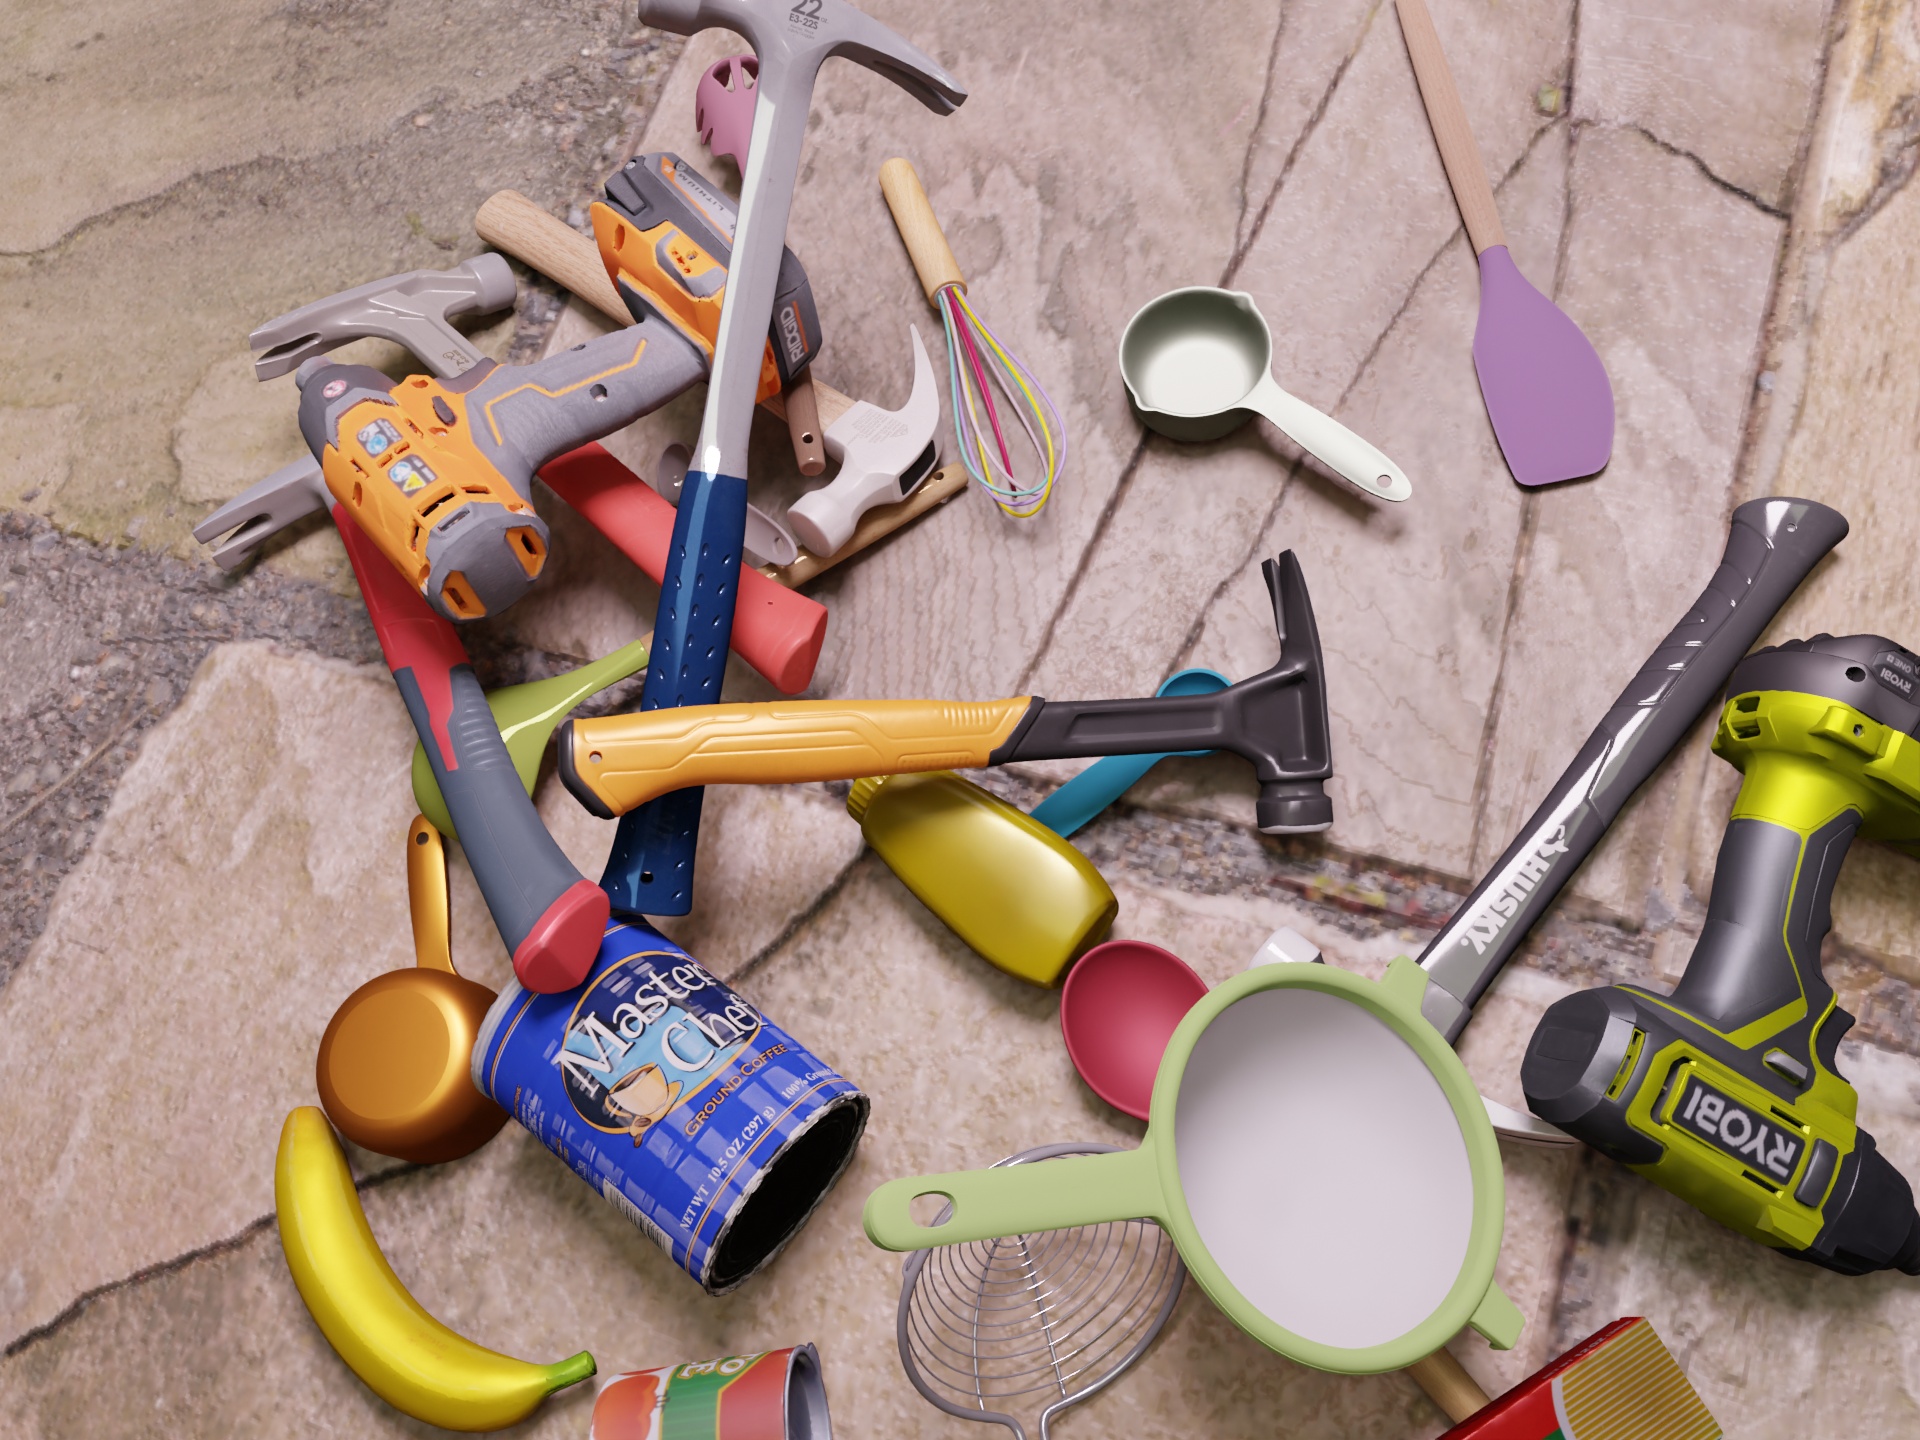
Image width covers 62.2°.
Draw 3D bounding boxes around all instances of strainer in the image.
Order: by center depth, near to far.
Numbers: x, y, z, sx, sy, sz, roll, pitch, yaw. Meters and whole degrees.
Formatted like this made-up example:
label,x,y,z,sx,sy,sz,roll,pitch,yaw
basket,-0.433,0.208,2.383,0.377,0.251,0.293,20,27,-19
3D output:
label,x,y,z,sx,sy,sz,roll,pitch,yaw
strainer,0.080,0.176,0.599,0.256,0.069,0.152,-1,66,-21

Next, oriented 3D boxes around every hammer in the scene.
label,x,y,z,sx,sy,sz,roll,pitch,yaw
hammer,-0.001,-0.002,0.686,0.336,0.034,0.127,-4,87,-12
hammer,-0.098,-0.116,0.694,0.144,0.035,0.405,9,92,-16
hammer,0.284,0.031,0.697,0.146,0.035,0.335,37,80,21
hammer,-0.263,-0.014,0.754,0.143,0.038,0.387,-30,51,-7
hammer,-0.202,-0.125,0.801,0.149,0.036,0.359,-32,60,-32
hammer,-0.144,-0.211,0.861,0.331,0.031,0.130,35,67,24

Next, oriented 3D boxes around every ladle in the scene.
label,x,y,z,sx,sy,sz,roll,pitch,yaw
ladle,0.154,0.218,0.655,0.069,0.031,0.316,-37,69,-14
ladle,-0.132,-0.041,0.804,0.320,0.062,0.078,-31,55,-9

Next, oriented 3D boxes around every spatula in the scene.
label,x,y,z,sx,sy,sz,roll,pitch,yaw
spatula,0.270,-0.262,0.819,0.060,0.018,0.316,-12,69,5

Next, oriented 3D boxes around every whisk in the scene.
label,x,y,z,sx,sy,sz,roll,pitch,yaw
whisk,-0.002,-0.206,0.839,0.051,0.047,0.245,-16,63,-9

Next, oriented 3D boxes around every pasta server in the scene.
label,x,y,z,sx,sy,sz,roll,pitch,yaw
pasta server,-0.101,-0.253,0.852,0.060,0.040,0.316,-12,61,-2

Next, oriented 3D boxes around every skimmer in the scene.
label,x,y,z,sx,sy,sz,roll,pitch,yaw
skimmer,0.052,0.347,0.590,0.127,0.090,0.364,0,69,-23

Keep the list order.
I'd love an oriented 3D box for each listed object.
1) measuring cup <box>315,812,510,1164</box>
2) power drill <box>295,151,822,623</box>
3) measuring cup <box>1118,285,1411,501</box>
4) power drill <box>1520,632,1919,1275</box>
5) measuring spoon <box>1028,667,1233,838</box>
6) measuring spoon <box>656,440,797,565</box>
label,x,y,z,sx,sy,sz,roll,pitch,yaw
measuring cup,-0.260,0.120,0.754,0.095,0.052,0.174,-13,70,6
power drill,-0.198,-0.167,0.751,0.226,0.084,0.164,-41,66,-14
measuring cup,0.152,-0.150,0.789,0.168,0.038,0.083,39,81,19
power drill,0.341,0.094,0.629,0.171,0.080,0.223,30,79,-6
measuring spoon,0.078,0.024,0.751,0.128,0.021,0.042,-37,74,5
measuring spoon,-0.117,-0.109,0.817,0.124,0.018,0.034,37,118,37
